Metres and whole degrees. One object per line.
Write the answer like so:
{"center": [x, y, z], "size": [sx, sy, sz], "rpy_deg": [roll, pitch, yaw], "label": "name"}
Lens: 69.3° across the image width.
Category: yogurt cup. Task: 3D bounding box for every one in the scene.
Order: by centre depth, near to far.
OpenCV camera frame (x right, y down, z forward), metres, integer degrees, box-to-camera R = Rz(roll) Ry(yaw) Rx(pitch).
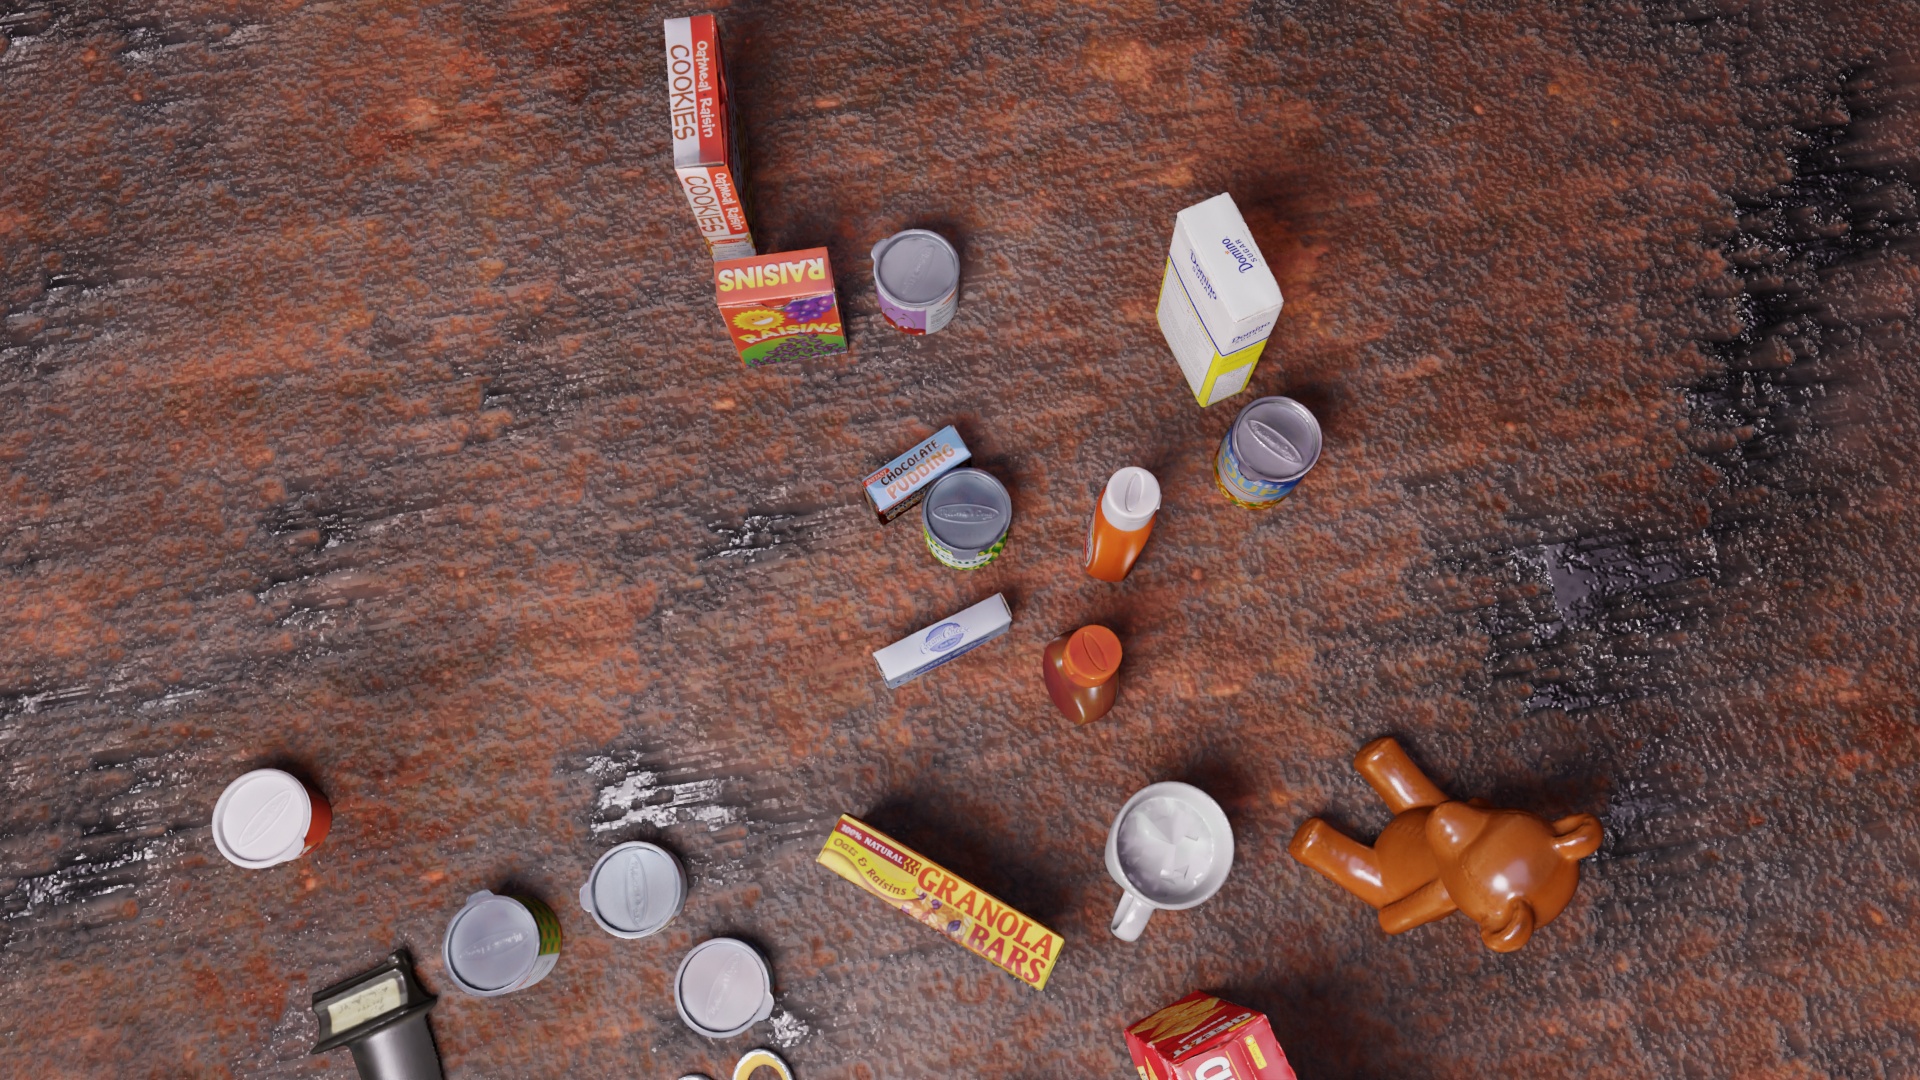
{"center": [-0.486, 0.199, 0.988], "size": [0.072, 0.054, 0.072], "rpy_deg": [0, 76, 0], "label": "yogurt cup"}

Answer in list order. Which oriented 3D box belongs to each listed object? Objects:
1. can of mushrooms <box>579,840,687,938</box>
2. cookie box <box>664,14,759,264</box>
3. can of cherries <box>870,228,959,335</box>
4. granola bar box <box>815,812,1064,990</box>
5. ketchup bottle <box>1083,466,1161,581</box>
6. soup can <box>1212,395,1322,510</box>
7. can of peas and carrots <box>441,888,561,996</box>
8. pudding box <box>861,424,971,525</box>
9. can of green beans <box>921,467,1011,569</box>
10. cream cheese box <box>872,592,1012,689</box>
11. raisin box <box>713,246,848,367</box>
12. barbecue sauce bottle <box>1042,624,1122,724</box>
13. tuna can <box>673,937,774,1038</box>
{"center": [-0.231, 0.248, 0.986], "size": [0.071, 0.033, 0.071], "rpy_deg": [0, 76, 0], "label": "can of mushrooms"}
{"center": [-0.187, -0.299, 1.060], "size": [0.040, 0.167, 0.123], "rpy_deg": [-7, 76, -2], "label": "cookie box"}
{"center": [-0.036, -0.204, 1.091], "size": [0.071, 0.058, 0.071], "rpy_deg": [0, 76, 0], "label": "can of cherries"}
{"center": [-0.012, 0.242, 0.942], "size": [0.166, 0.124, 0.039], "rpy_deg": [28, 78, 7], "label": "granola bar box"}
{"center": [0.117, -0.015, 0.996], "size": [0.043, 0.148, 0.065], "rpy_deg": [12, 76, 3], "label": "ketchup bottle"}
{"center": [0.227, -0.062, 1.042], "size": [0.071, 0.083, 0.071], "rpy_deg": [0, 76, 0], "label": "soup can"}
{"center": [-0.318, 0.278, 0.965], "size": [0.071, 0.058, 0.071], "rpy_deg": [0, 76, 0], "label": "can of peas and carrots"}
{"center": [-0.033, -0.050, 1.056], "size": [0.084, 0.049, 0.030], "rpy_deg": [-32, 78, -8], "label": "pudding box"}
{"center": [0.004, -0.015, 1.043], "size": [0.071, 0.057, 0.071], "rpy_deg": [0, 76, 0], "label": "can of green beans"}
{"center": [-0.012, 0.075, 1.022], "size": [0.104, 0.053, 0.024], "rpy_deg": [-26, 77, -6], "label": "cream cheese box"}
{"center": [-0.134, -0.174, 1.050], "size": [0.086, 0.123, 0.040], "rpy_deg": [-7, 76, -2], "label": "raisin box"}
{"center": [0.086, 0.090, 0.969], "size": [0.044, 0.148, 0.065], "rpy_deg": [-25, 77, -6], "label": "barbecue sauce bottle"}
{"center": [-0.162, 0.312, 0.970], "size": [0.071, 0.032, 0.071], "rpy_deg": [0, 76, 0], "label": "tuna can"}
